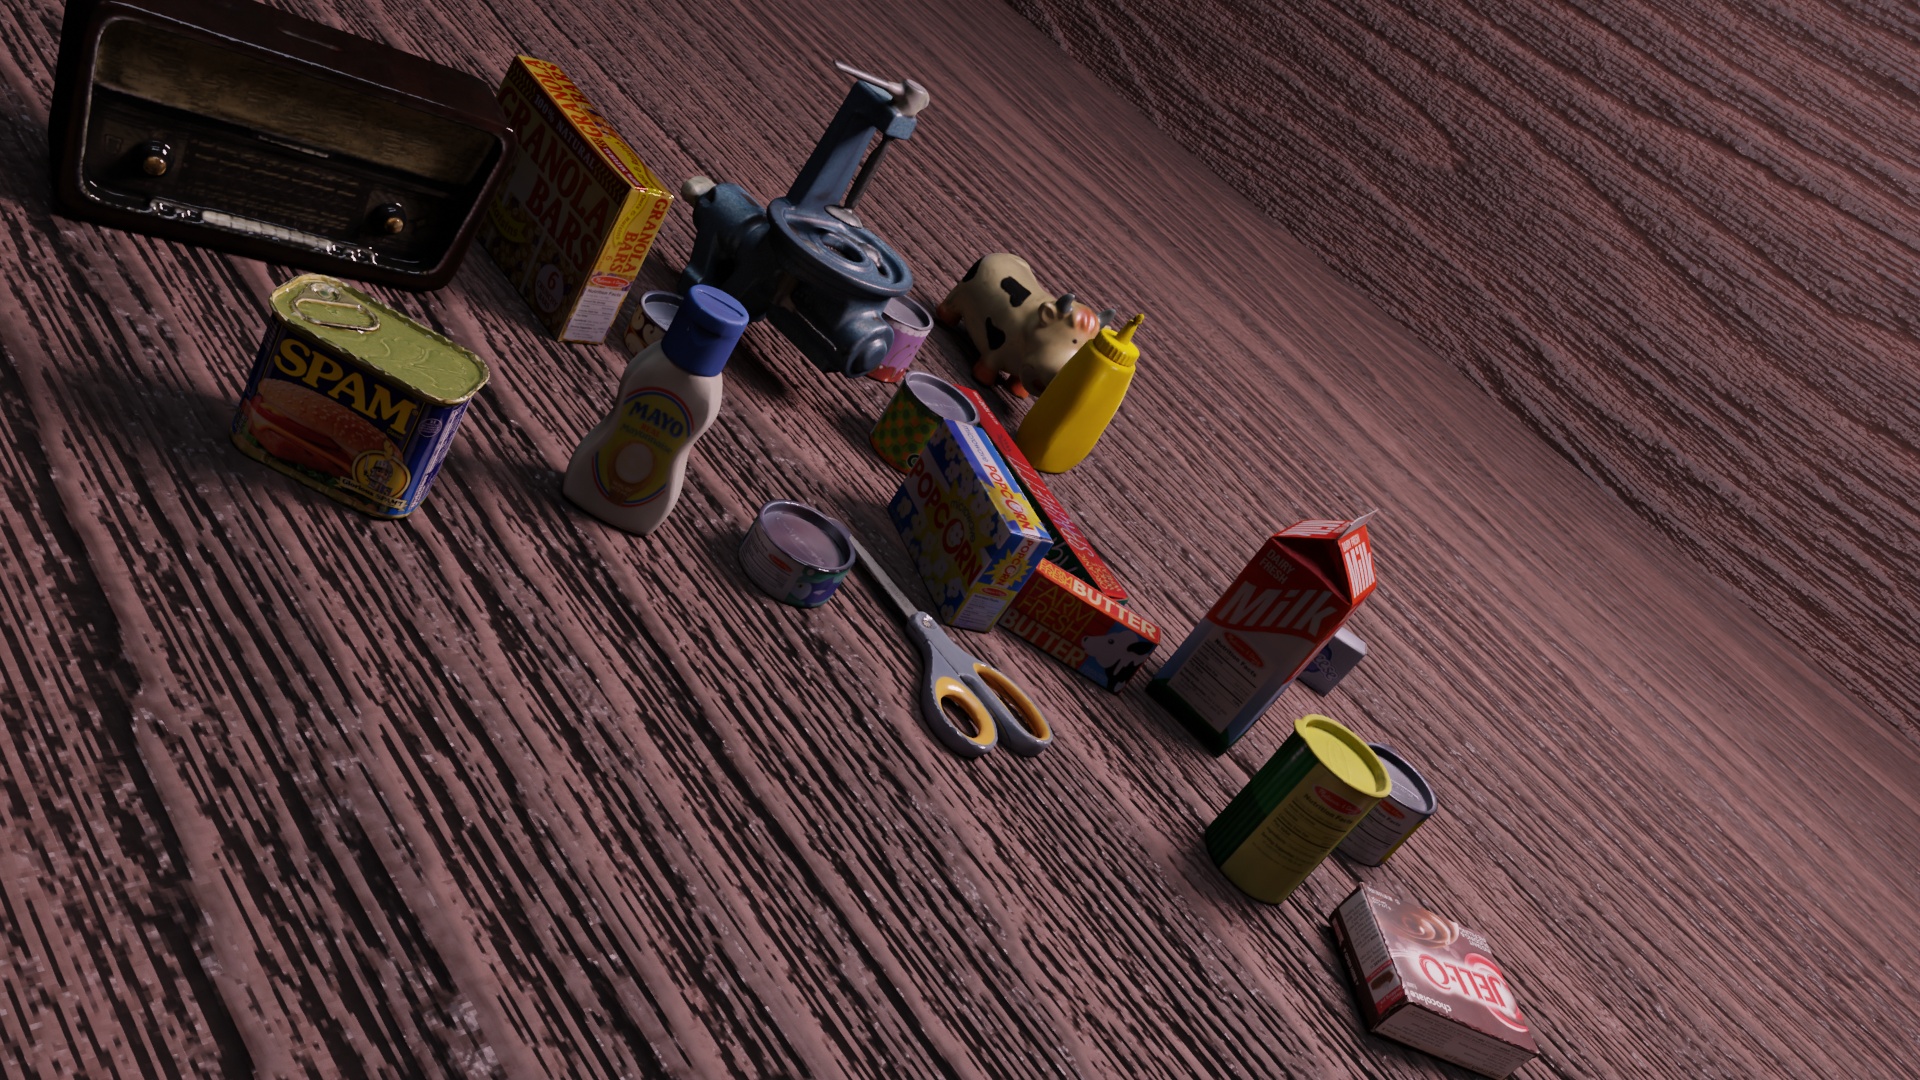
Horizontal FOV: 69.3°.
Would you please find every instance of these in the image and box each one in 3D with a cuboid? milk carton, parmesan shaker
[{"bbox_3d":[0.221,0.053,0.968,0.073,0.189,0.072,43,27,16],"label":"milk carton"},{"bbox_3d":[0.205,0.165,0.861,0.071,0.102,0.071,27,27,-15],"label":"parmesan shaker"}]

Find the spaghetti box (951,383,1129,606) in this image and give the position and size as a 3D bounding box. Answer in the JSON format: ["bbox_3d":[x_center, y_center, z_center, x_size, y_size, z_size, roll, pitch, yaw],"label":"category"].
[{"bbox_3d":[0.044,-0.024,1.052,0.029,0.050,0.251,9,36,-42],"label":"spaghetti box"}]

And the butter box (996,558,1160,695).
[{"bbox_3d":[0.081,0.058,0.954,0.103,0.053,0.024,32,26,-6],"label":"butter box"}]

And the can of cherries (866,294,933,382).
[{"bbox_3d":[-0.067,-0.175,1.168,0.071,0.058,0.072,27,27,-15],"label":"can of cherries"}]

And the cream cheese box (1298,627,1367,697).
[{"bbox_3d":[0.276,0.078,1.143,0.104,0.053,0.024,35,26,1],"label":"cream cheese box"}]

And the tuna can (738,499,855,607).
[{"bbox_3d":[-0.099,0.008,0.855,0.071,0.032,0.071,27,27,-15],"label":"tuna can"}]

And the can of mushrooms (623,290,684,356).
[{"bbox_3d":[-0.203,-0.144,0.989,0.071,0.033,0.071,27,27,-15],"label":"can of mushrooms"}]

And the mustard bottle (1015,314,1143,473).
[{"bbox_3d":[0.109,-0.129,1.180,0.065,0.159,0.049,4,40,-47],"label":"mustard bottle"}]

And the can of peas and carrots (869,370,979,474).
[{"bbox_3d":[-0.027,-0.086,1.066,0.071,0.058,0.071,27,27,-15],"label":"can of peas and carrots"}]

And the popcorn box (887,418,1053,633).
[{"bbox_3d":[0.003,-0.012,0.946,0.038,0.085,0.127,13,33,-37],"label":"popcorn box"}]

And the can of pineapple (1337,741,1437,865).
[{"bbox_3d":[0.291,0.185,0.978,0.071,0.057,0.071,27,27,-15],"label":"can of pineapple"}]

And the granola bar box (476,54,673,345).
[{"bbox_3d":[-0.277,-0.233,0.951,0.039,0.123,0.166,-3,45,-52],"label":"granola bar box"}]

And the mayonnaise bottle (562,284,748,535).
[{"bbox_3d":[-0.168,-0.074,0.783,0.065,0.147,0.041,28,27,-13],"label":"mayonnaise bottle"}]
